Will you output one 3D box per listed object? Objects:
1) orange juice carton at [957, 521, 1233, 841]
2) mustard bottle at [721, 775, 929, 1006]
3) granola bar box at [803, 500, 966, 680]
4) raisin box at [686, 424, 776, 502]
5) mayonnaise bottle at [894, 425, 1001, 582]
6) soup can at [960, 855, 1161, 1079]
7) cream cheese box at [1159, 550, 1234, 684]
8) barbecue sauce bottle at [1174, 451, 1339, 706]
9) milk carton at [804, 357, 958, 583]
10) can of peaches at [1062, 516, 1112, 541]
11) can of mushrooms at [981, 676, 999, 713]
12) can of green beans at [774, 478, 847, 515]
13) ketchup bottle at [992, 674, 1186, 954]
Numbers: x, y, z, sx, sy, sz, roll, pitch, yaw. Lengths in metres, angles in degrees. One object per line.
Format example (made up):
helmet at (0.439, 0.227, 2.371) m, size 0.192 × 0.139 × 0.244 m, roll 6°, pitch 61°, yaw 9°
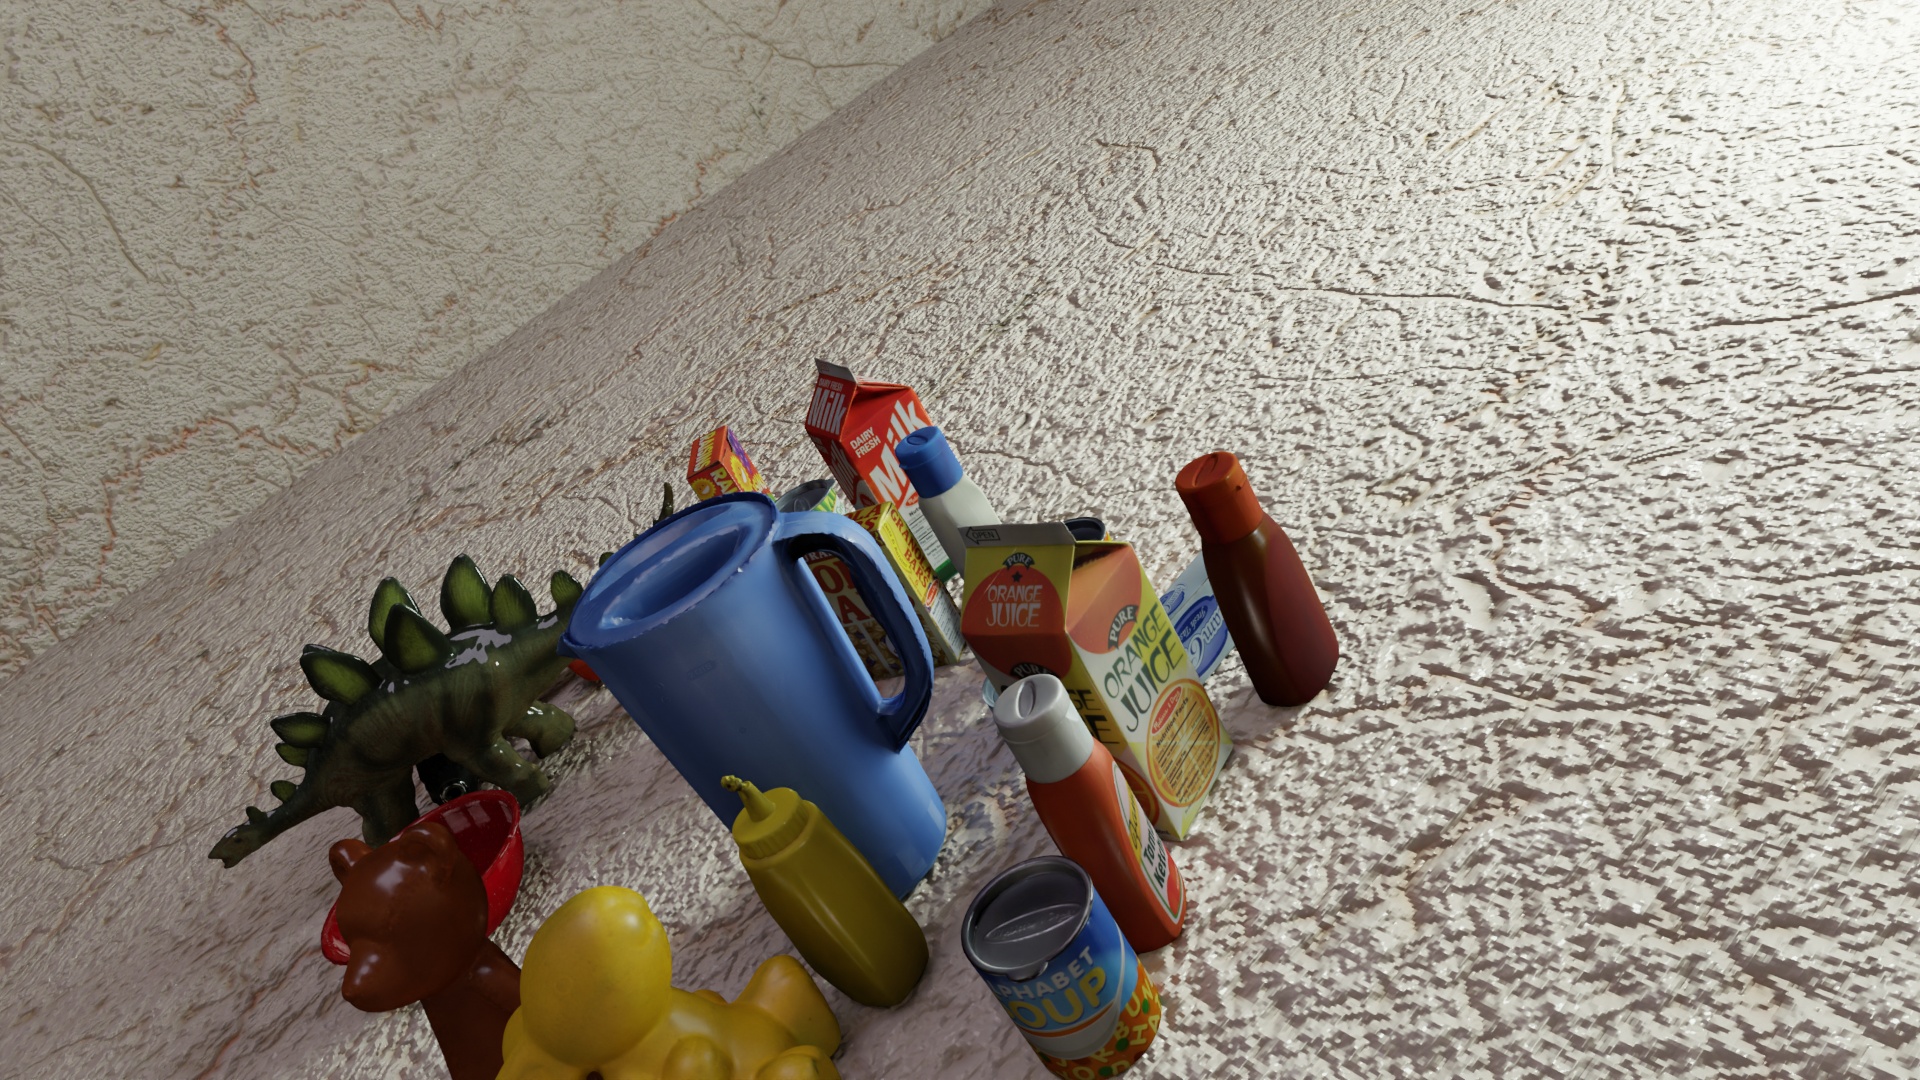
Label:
orange juice carton at (0.067, 0.065, 0.738) m, size 0.071 × 0.192 × 0.073 m, roll -3°, pitch 37°, yaw 43°
mustard bottle at (-0.076, 0.176, 0.725) m, size 0.065 × 0.159 × 0.049 m, roll -3°, pitch 37°, yaw 43°
granola bar box at (-0.093, 0.046, 1.009) m, size 0.165 × 0.123 × 0.039 m, roll -14°, pitch 30°, yaw 29°
raisin box at (-0.197, -0.033, 1.255) m, size 0.040 × 0.123 × 0.086 m, roll -26°, pitch 26°, yaw 8°
mayonnaise bottle at (0.004, -0.012, 0.988) m, size 0.041 × 0.147 × 0.065 m, roll -39°, pitch 28°, yaw -18°
soup can at (0.048, 0.201, 0.643) m, size 0.071 × 0.083 × 0.072 m, roll -24°, pitch 27°, yaw 13°
cream cheese box at (0.135, 0.058, 0.838) m, size 0.024 × 0.053 × 0.104 m, roll 6°, pitch 44°, yaw 50°
barbecue sauce bottle at (0.164, 0.020, 0.770) m, size 0.043 × 0.148 × 0.065 m, roll -6°, pitch 35°, yaw 40°
milk carton at (-0.055, -0.060, 1.083) m, size 0.073 × 0.190 × 0.072 m, roll -39°, pitch 27°, yaw -16°
can of peaches at (0.080, 0.027, 0.942) m, size 0.071 × 0.058 × 0.071 m, roll -24°, pitch 27°, yaw 13°
can of mushrooms at (0.049, 0.095, 0.883) m, size 0.071 × 0.033 × 0.071 m, roll -24°, pitch 27°, yaw 13°
can of green beans at (-0.130, -0.012, 1.223) m, size 0.071 × 0.057 × 0.071 m, roll -24°, pitch 27°, yaw 13°
ketchup bottle at (0.063, 0.131, 0.677) m, size 0.043 × 0.148 × 0.065 m, roll -22°, pitch 27°, yaw 16°
